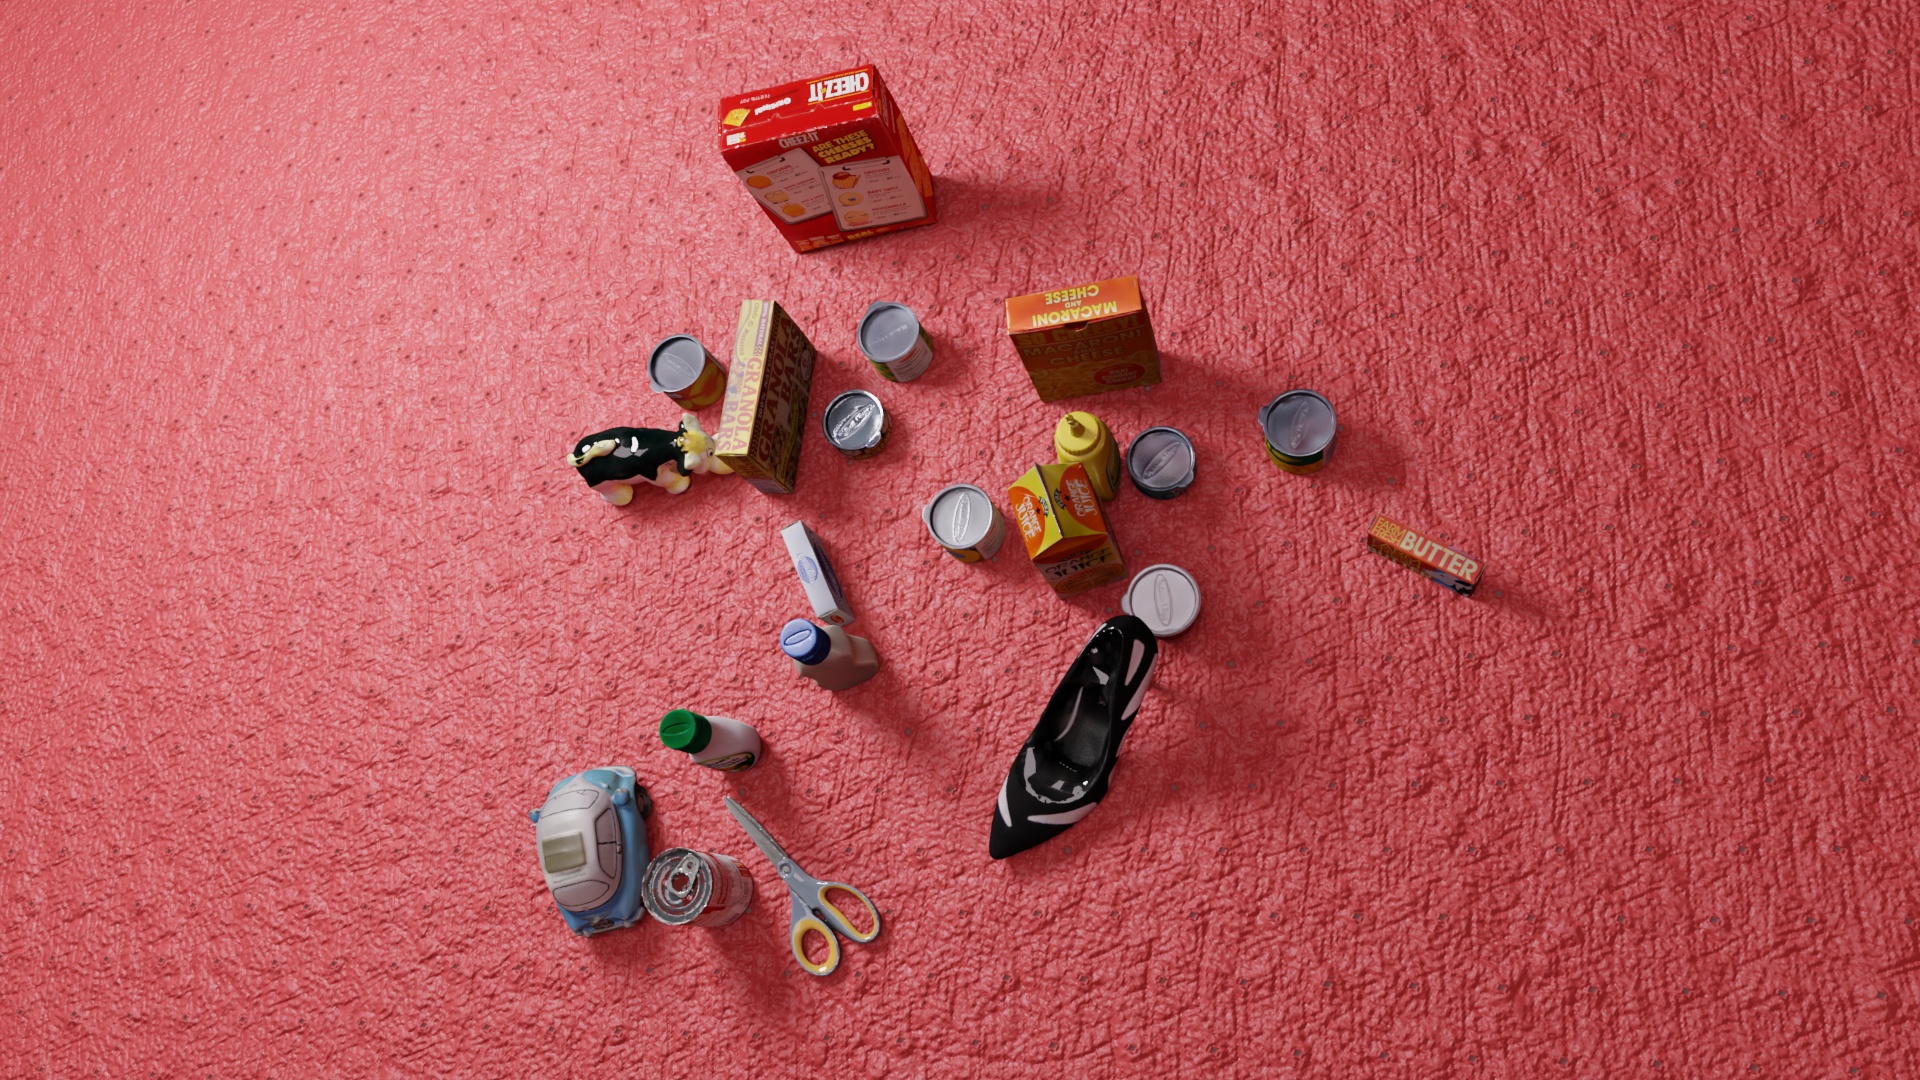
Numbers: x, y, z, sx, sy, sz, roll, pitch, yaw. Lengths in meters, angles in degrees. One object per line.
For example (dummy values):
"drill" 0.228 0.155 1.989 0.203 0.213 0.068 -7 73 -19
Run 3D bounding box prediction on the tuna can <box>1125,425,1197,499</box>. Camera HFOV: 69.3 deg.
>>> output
"tuna can" 0.196 -0.072 1.334 0.071 0.032 0.071 -4 73 13

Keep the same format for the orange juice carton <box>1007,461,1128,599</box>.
"orange juice carton" 0.096 -0.011 1.255 0.073 0.192 0.072 -20 70 8

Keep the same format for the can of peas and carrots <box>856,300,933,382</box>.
"can of peas and carrots" -0.068 -0.205 1.428 0.071 0.058 0.071 -4 73 13

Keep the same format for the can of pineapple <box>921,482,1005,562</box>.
"can of pineapple" 0.005 -0.017 1.353 0.071 0.057 0.071 -4 73 13

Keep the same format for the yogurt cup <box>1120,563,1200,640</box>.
"yogurt cup" 0.190 0.060 1.284 0.072 0.054 0.072 -4 73 13

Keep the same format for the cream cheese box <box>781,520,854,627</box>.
"cream cheese box" -0.142 0.035 1.377 0.024 0.053 0.104 -28 69 5

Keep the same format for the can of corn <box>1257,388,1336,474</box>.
"can of corn" 0.315 -0.101 1.299 0.071 0.058 0.071 -4 73 13

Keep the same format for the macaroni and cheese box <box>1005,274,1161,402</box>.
"macaroni and cheese box" 0.120 -0.187 1.317 0.124 0.166 0.040 -9 72 12

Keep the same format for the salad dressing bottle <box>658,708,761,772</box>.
"salad dressing bottle" -0.235 0.187 1.304 0.064 0.147 0.044 -14 71 10

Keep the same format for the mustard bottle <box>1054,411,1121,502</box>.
"mustard bottle" 0.117 -0.083 1.289 0.049 0.160 0.065 3 75 15

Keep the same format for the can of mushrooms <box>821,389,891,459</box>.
"can of mushrooms" -0.104 -0.117 1.424 0.071 0.033 0.071 -4 73 13

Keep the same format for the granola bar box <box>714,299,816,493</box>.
"granola bar box" -0.194 -0.144 1.407 0.039 0.124 0.166 3 74 15

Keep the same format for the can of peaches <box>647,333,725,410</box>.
"can of peaches" -0.292 -0.177 1.478 0.071 0.058 0.071 -4 73 13

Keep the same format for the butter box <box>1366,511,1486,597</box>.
"butter box" 0.414 0.013 1.241 0.103 0.053 0.024 29 83 20

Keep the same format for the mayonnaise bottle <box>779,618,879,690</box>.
"mayonnaise bottle" -0.126 0.106 1.300 0.065 0.148 0.041 -24 70 7
